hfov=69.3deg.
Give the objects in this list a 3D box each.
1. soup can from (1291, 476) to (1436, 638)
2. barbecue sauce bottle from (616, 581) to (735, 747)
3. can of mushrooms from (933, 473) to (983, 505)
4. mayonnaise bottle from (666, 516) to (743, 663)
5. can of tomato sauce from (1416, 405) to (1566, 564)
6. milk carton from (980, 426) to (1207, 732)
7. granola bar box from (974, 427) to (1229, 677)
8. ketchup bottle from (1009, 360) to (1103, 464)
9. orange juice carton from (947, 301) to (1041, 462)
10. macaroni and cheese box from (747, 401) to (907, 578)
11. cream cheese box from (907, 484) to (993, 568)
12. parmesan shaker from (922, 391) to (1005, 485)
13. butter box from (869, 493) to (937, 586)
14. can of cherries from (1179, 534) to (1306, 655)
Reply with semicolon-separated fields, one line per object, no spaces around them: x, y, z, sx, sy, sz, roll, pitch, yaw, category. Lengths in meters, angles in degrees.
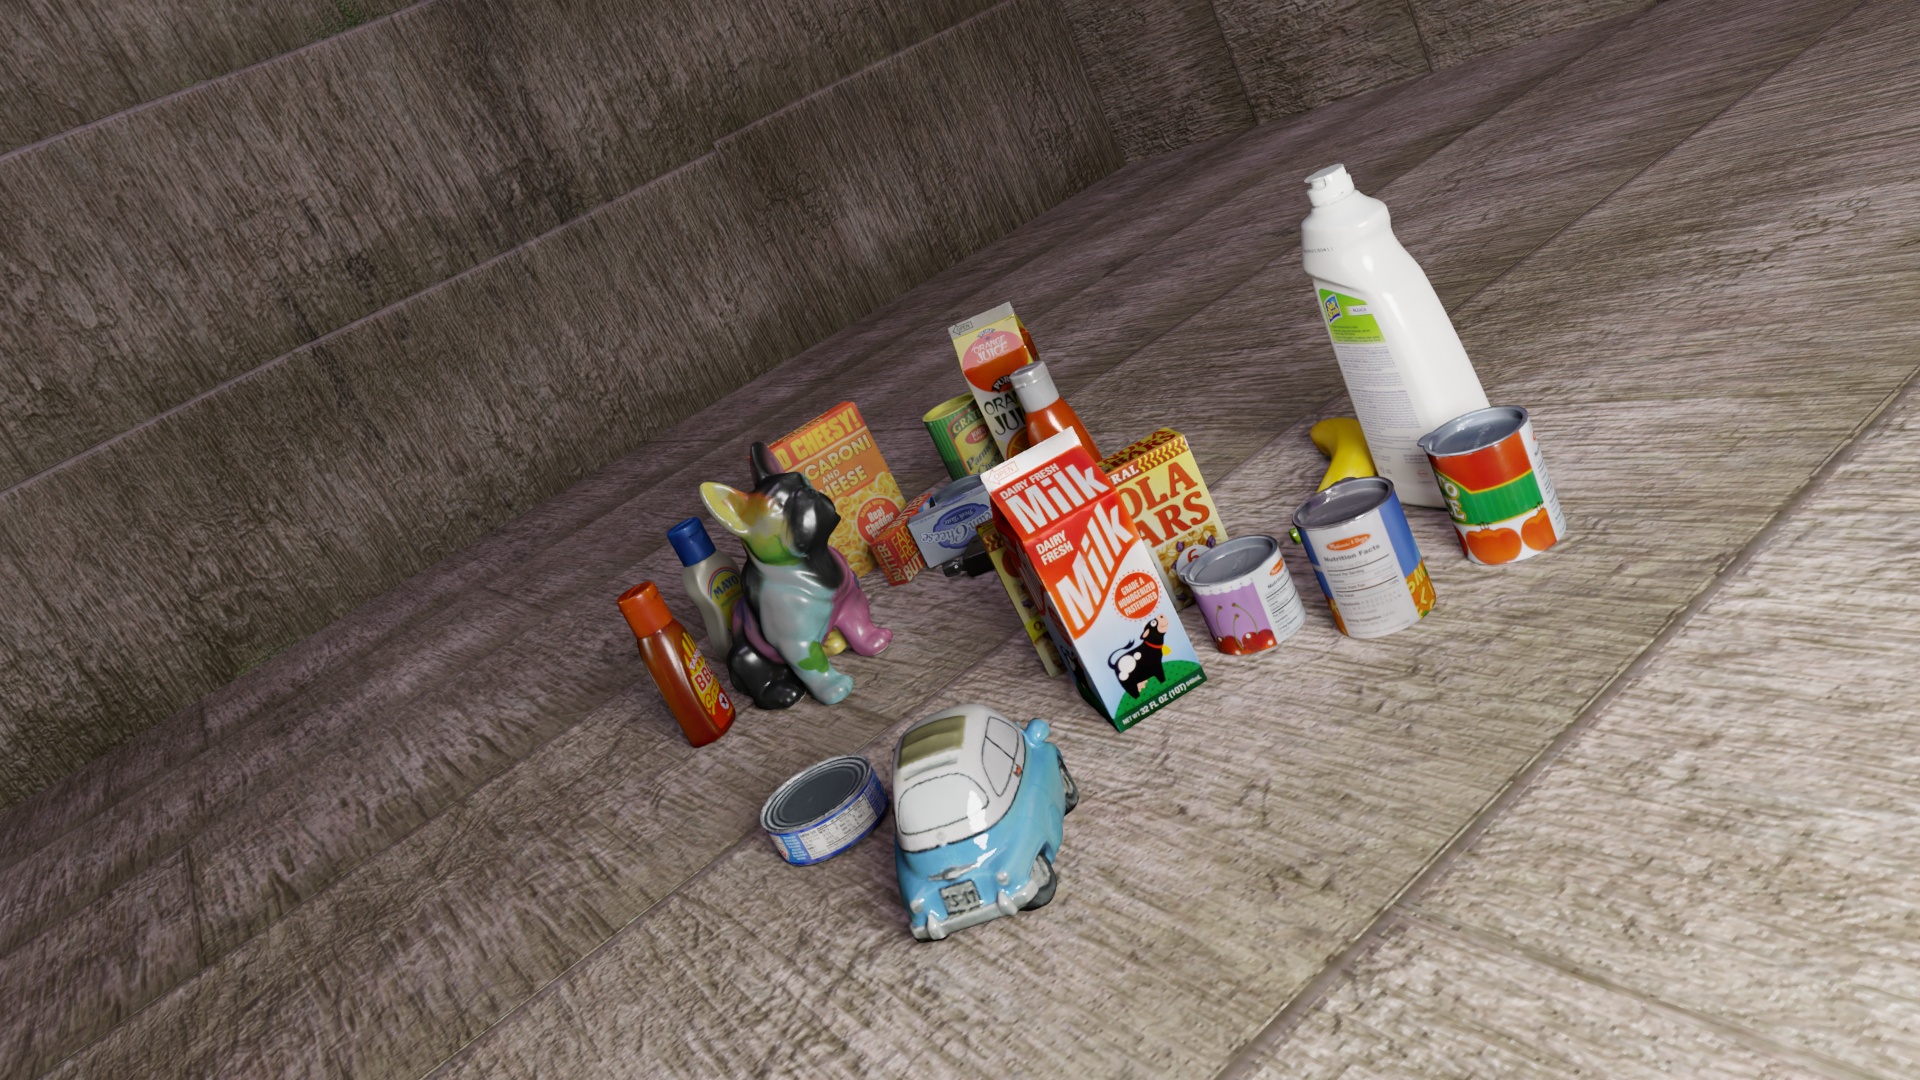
0.259;0.010;0.888;0.071;0.083;0.071;-24;17;8;soup can
-0.253;0.108;1.229;0.043;0.148;0.065;-23;17;11;barbecue sauce bottle
0.005;-0.042;1.485;0.071;0.033;0.071;-24;17;8;can of mushrooms
-0.242;0.048;1.386;0.041;0.147;0.065;-6;27;50;mayonnaise bottle
0.343;-0.035;0.896;0.071;0.083;0.071;-24;17;8;can of tomato sauce
0.084;0.023;0.920;0.072;0.190;0.073;-29;17;-8;milk carton
0.111;0.008;1.035;0.166;0.124;0.039;-27;17;-3;granola bar box
0.093;-0.098;1.325;0.064;0.148;0.044;-10;23;43;ketchup bottle
0.059;-0.150;1.450;0.072;0.192;0.073;-23;17;12;orange juice carton
-0.132;-0.045;1.465;0.124;0.166;0.040;-33;18;-19;macaroni and cheese box
0.005;-0.017;1.380;0.104;0.053;0.024;-24;17;8;cream cheese box
0.011;-0.105;1.539;0.071;0.103;0.071;-24;17;8;parmesan shaker
-0.049;-0.001;1.412;0.024;0.053;0.104;-14;21;35;butter box
0.192;0.037;0.946;0.071;0.058;0.072;-24;17;8;can of cherries
